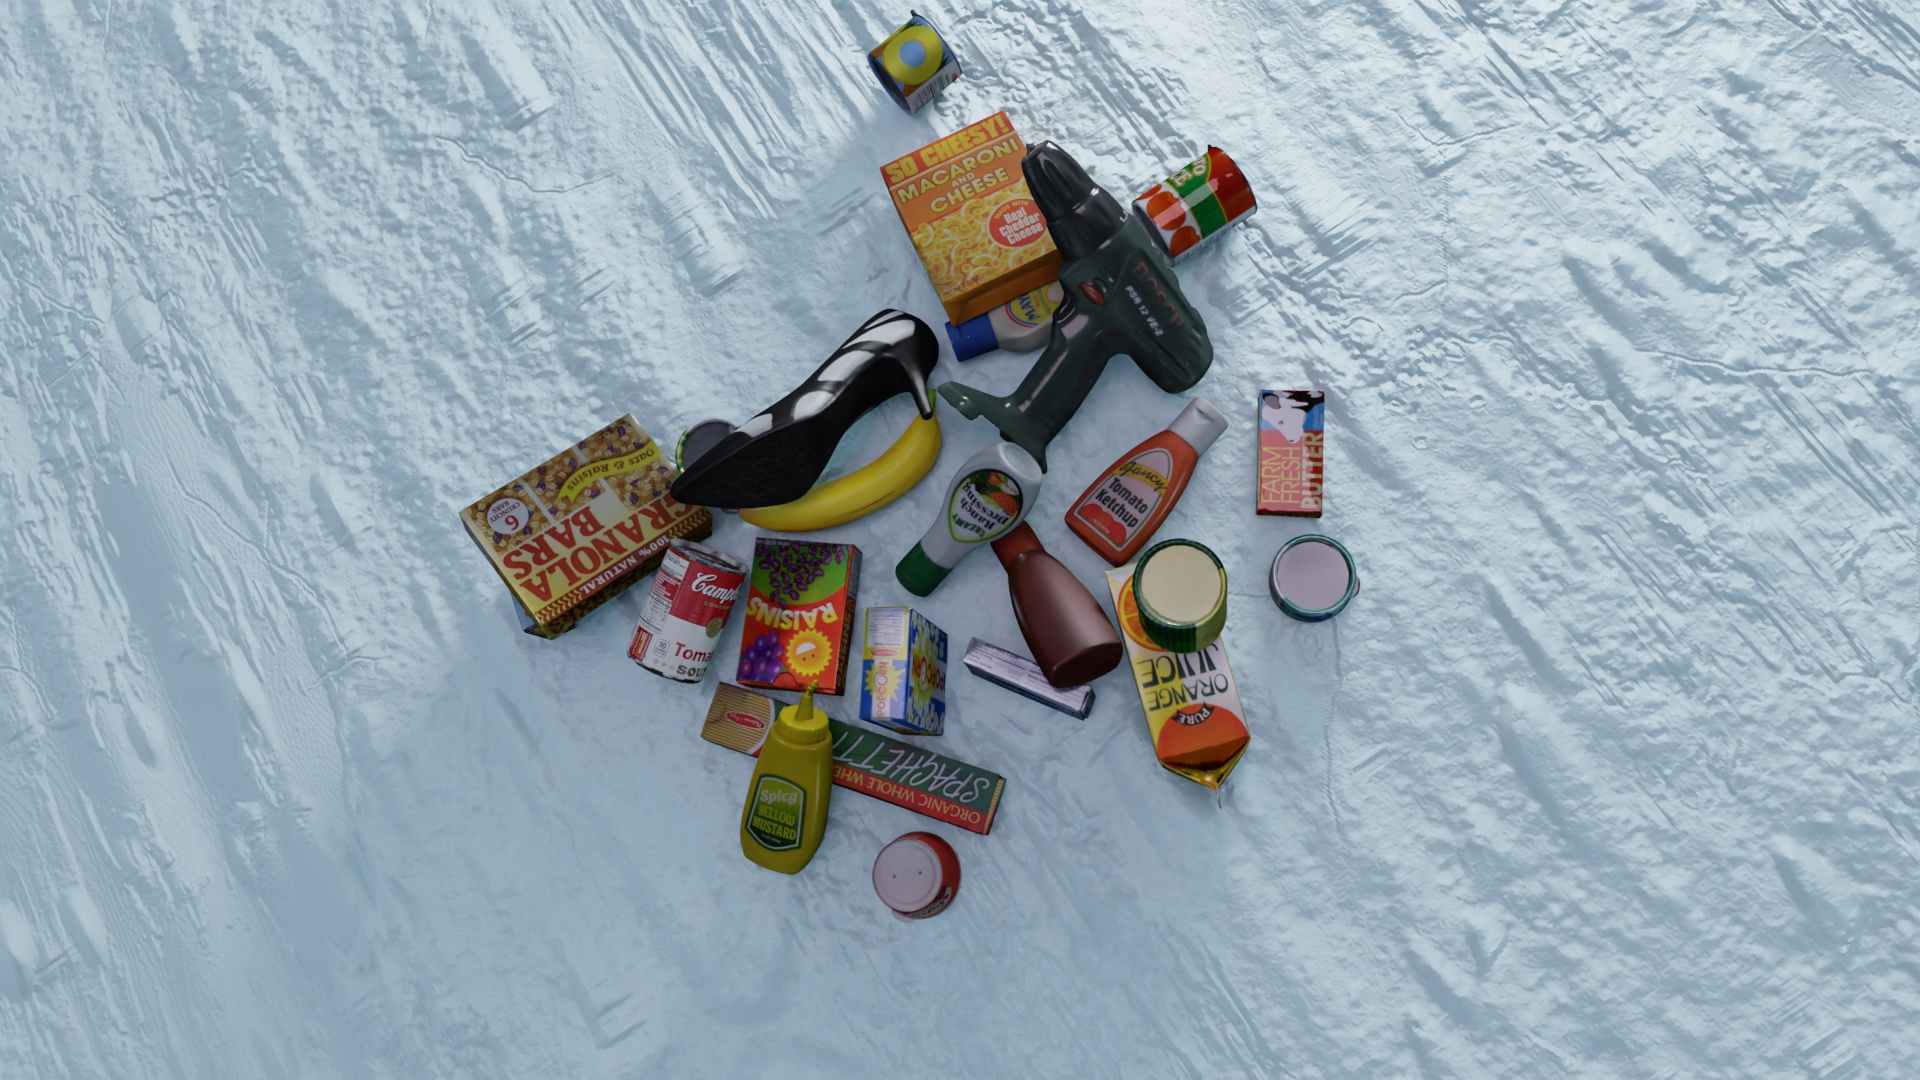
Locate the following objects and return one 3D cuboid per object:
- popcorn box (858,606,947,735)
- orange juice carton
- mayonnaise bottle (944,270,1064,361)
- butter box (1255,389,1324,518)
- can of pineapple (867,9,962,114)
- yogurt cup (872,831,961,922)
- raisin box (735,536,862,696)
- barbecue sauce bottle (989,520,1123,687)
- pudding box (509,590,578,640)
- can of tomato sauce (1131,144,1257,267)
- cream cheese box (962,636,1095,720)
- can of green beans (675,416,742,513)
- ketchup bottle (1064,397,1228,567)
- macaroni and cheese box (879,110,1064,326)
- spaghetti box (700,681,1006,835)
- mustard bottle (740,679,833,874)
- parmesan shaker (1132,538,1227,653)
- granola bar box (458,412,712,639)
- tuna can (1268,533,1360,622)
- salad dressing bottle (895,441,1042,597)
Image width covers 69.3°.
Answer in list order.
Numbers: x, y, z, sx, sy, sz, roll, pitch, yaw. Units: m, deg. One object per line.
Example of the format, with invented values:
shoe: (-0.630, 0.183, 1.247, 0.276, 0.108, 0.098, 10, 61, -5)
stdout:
popcorn box: (-0.042, 0.103, 1.076, 0.038, 0.126, 0.085, -1, 77, 12)
orange juice carton: (0.173, 0.111, 1.067, 0.073, 0.071, 0.193, -16, 74, 6)
mayonnaise bottle: (0.062, -0.192, 1.174, 0.148, 0.041, 0.065, -20, 71, 3)
butter box: (0.266, -0.070, 1.121, 0.053, 0.024, 0.103, 1, 76, 10)
can of pineapple: (-0.042, -0.424, 1.234, 0.058, 0.071, 0.071, -40, 74, -1)
yogurt cup: (-0.036, 0.259, 1.074, 0.072, 0.054, 0.072, -2, 76, 8)
raisin box: (-0.132, 0.063, 1.145, 0.086, 0.040, 0.123, 5, 78, 9)
barbecue sauce bottle: (0.068, 0.045, 1.090, 0.065, 0.043, 0.149, -17, 50, -15)
pudding box: (-0.360, 0.040, 1.182, 0.030, 0.049, 0.084, -25, 73, 5)
can of tomato sauce: (0.193, -0.280, 1.161, 0.083, 0.071, 0.071, -34, 74, 1)
cream cheese box: (0.054, 0.110, 1.096, 0.104, 0.053, 0.024, 22, 80, 13)
can of green beans: (-0.201, -0.066, 1.177, 0.071, 0.057, 0.071, -2, 77, 9)
ketchup bottle: (0.155, -0.051, 1.124, 0.065, 0.043, 0.149, 42, 85, 16)
macaroni and cheese box: (0.016, -0.276, 1.184, 0.124, 0.040, 0.167, -24, 60, 1)
spaghetti box: (-0.086, 0.175, 1.115, 0.250, 0.028, 0.050, 17, 80, 13)
mustard bottle: (-0.130, 0.179, 1.077, 0.065, 0.049, 0.159, 15, 110, 11)
parmesan shaker: (0.159, 0.038, 0.995, 0.071, 0.103, 0.071, -2, 76, 10)
granola bar box: (-0.310, -0.014, 1.161, 0.166, 0.039, 0.124, -35, 76, -23)
tuna can: (0.279, 0.030, 1.090, 0.071, 0.032, 0.071, -2, 76, 9)
salad dressing bottle: (0.004, -0.014, 1.107, 0.064, 0.044, 0.147, 39, 119, -6)
